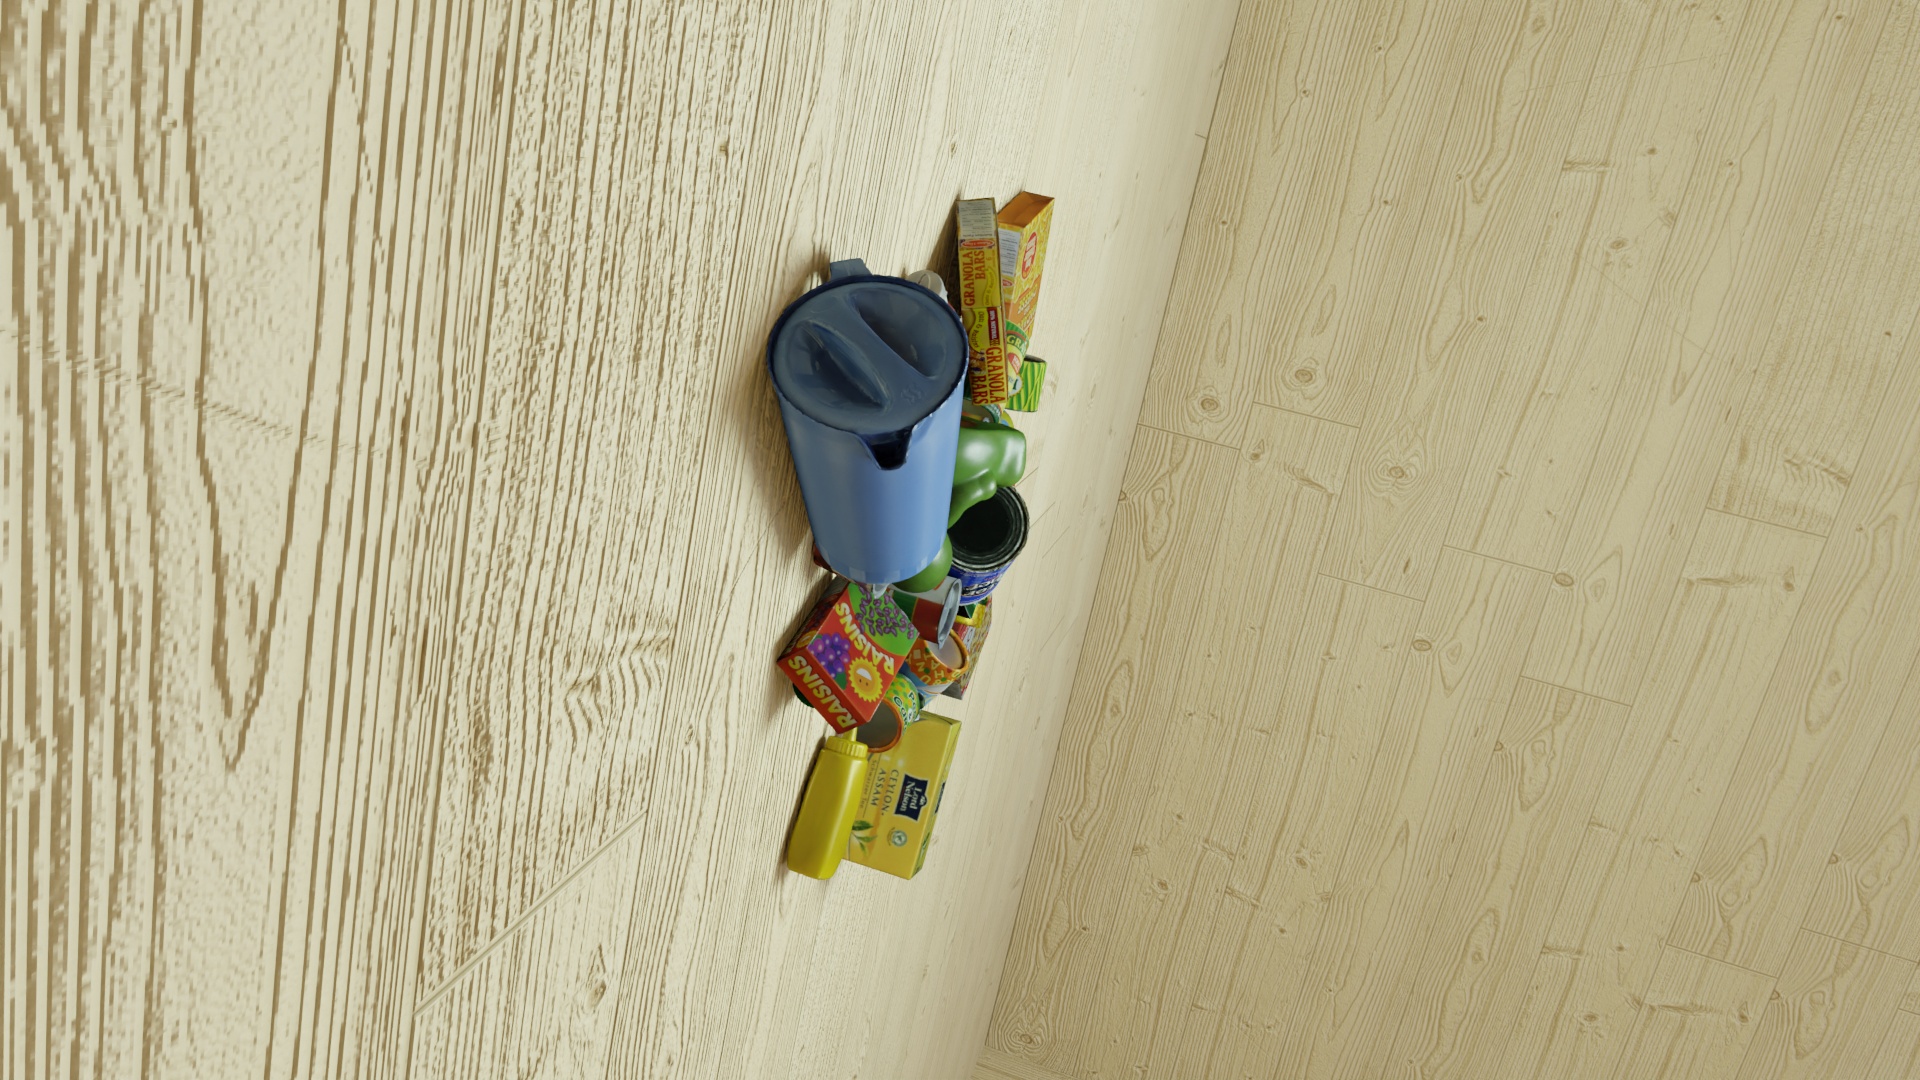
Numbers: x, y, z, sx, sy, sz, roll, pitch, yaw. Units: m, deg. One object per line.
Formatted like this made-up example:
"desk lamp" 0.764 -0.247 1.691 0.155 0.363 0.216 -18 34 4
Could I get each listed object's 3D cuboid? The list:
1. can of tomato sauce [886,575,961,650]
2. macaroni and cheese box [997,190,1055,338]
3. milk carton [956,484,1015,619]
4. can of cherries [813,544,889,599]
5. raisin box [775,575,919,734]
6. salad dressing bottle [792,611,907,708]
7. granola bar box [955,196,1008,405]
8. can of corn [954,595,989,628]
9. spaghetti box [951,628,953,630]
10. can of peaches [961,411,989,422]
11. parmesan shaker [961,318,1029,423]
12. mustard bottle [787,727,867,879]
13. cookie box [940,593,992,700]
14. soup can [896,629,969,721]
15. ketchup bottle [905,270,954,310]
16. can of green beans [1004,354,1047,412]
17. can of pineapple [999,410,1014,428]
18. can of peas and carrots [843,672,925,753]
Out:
"can of tomato sauce" -0.049 0.059 1.334 0.071 0.083 0.071 14 92 -78
"macaroni and cheese box" 0.057 -0.278 1.500 0.124 0.040 0.165 -55 158 -56
"milk carton" 0.005 -0.019 1.519 0.073 0.072 0.191 71 37 -70
"can of cherries" -0.082 0.006 1.150 0.072 0.058 0.071 -59 166 -23
"raisin box" -0.093 0.090 1.170 0.086 0.040 0.124 53 35 -17
"salad dressing bottle" -0.096 0.102 1.236 0.043 0.064 0.148 -58 169 30
"granola bar box" 0.022 -0.223 1.314 0.165 0.039 0.124 81 6 -64
"can of corn" 0.000 0.066 1.612 0.071 0.071 0.058 28 79 -78
"spaghetti box" -0.039 0.101 1.517 0.050 0.029 0.249 -34 164 -1
"can of peaches" -0.009 -0.097 1.382 0.071 0.058 0.071 14 92 -78
"parmesan shaker" 0.025 -0.168 1.422 0.071 0.071 0.103 82 26 -63
"mustard bottle" -0.120 0.238 1.318 0.065 0.049 0.160 43 62 -77
"cookie box" 0.005 0.108 1.756 0.166 0.040 0.123 89 20 -55
"soup can" -0.039 0.133 1.421 0.083 0.071 0.072 -43 -176 27
"ketchup bottle" -0.024 -0.184 1.232 0.148 0.043 0.065 77 24 -66
"can of green beans" 0.062 -0.182 1.586 0.071 0.071 0.057 -40 143 -70
"can of pineapple" 0.019 -0.111 1.479 0.058 0.071 0.070 -55 157 -63
"can of peas and carrots" -0.077 0.170 1.376 0.059 0.071 0.070 -47 150 -65
